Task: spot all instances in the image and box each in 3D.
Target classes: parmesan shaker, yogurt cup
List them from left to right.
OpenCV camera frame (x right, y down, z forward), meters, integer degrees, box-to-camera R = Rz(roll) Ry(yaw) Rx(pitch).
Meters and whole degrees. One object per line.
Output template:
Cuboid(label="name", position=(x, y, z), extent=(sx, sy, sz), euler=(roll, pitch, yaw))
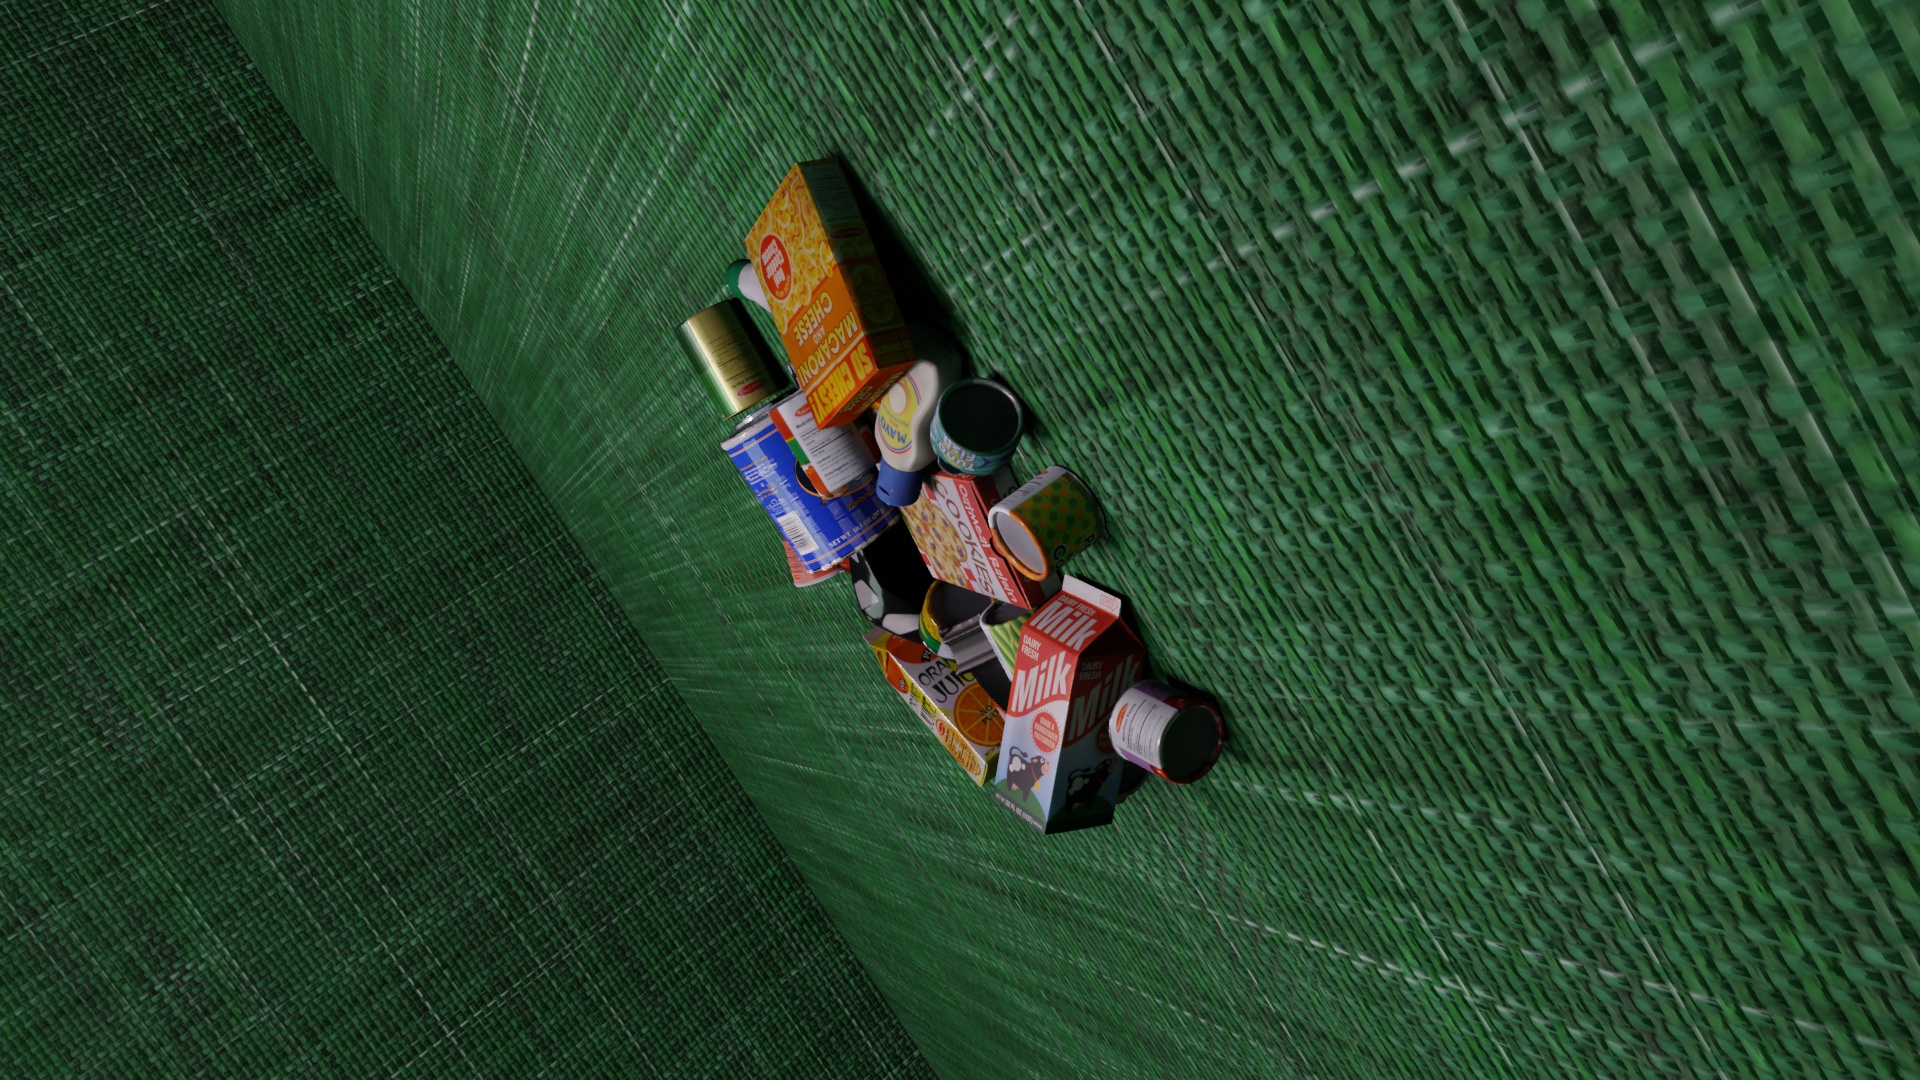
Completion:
Cuboid(label="parmesan shaker", position=(-0.229, -0.180, 1.378), extent=(0.103, 0.071, 0.071), euler=(62, 158, -7))
Cuboid(label="yogurt cup", position=(-0.160, 0.013, 1.527), extent=(0.072, 0.072, 0.054), euler=(3, 117, 64))

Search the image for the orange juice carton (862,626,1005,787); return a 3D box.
Cuboid(label="orange juice carton", position=(-0.013, 0.145, 1.396), extent=(0.193, 0.072, 0.072), euler=(47, 157, 19))

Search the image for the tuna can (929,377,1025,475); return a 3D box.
Cuboid(label="tuna can", position=(0.011, -0.081, 1.006), extent=(0.071, 0.071, 0.032), euler=(50, 157, 12))

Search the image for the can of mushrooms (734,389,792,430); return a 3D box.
Cuboid(label="can of mushrooms", position=(-0.188, -0.120, 1.385), extent=(0.033, 0.071, 0.071), euler=(56, 159, -6))

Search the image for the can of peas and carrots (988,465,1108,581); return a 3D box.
Cuboid(label="can of peas and carrots", position=(0.064, -0.010, 1.016), extent=(0.071, 0.059, 0.070), euler=(45, 157, 25))

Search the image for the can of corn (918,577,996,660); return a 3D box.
Cuboid(label="can of corn", position=(-0.004, 0.066, 1.268), extent=(0.071, 0.071, 0.058), euler=(49, 157, 14))

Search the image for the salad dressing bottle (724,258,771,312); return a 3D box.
Cuboid(label="salad dressing bottle", position=(-0.162, -0.223, 1.202), extent=(0.148, 0.044, 0.064), euler=(22, 144, 56))

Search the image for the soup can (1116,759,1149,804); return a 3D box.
Cuboid(label="soup can", position=(0.116, 0.189, 1.189), extent=(0.071, 0.071, 0.083), euler=(56, 159, -2))

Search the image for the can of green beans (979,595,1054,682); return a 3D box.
Cuboid(label="can of green beans", position=(0.057, 0.077, 1.152), extent=(0.071, 0.071, 0.057), euler=(8, 129, 62))

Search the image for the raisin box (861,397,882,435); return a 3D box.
Cuboid(label="raisin box", position=(-0.070, -0.139, 1.135), extent=(0.086, 0.040, 0.122), euler=(30, 149, 46))

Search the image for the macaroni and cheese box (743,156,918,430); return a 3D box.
Cuboid(label="macaroni and cheese box", position=(-0.099, -0.184, 1.049), extent=(0.123, 0.040, 0.166), euler=(-34, 76, 58))

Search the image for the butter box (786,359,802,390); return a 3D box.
Cuboid(label="butter box", position=(-0.117, -0.137, 1.261), extent=(0.103, 0.024, 0.053), euler=(25, 144, 53))

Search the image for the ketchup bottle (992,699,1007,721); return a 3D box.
Cuboid(label="ketchup bottle", position=(0.063, 0.162, 1.300), extent=(0.148, 0.043, 0.064), euler=(59, 167, -8))

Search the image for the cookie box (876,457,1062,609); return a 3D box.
Cuboid(label="cookie box", position=(0.004, -0.015, 1.163), extent=(0.167, 0.040, 0.122), euler=(16, 136, 59))

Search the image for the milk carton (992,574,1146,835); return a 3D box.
Cuboid(label="milk carton", position=(0.087, 0.126, 1.090), extent=(0.072, 0.073, 0.190), euler=(25, 110, 51))

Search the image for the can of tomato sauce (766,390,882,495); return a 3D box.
Cuboid(label="can of tomato sauce", position=(-0.110, -0.089, 1.150), extent=(0.083, 0.071, 0.071), euler=(58, 159, -9))

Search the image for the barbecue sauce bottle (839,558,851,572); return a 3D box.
Cuboid(label="barbecue sauce bottle", position=(-0.132, -0.039, 1.413), extent=(0.065, 0.044, 0.148), euler=(11, 132, 63))

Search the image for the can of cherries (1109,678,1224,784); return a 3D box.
Cuboid(label="can of cherries", position=(0.157, 0.143, 1.045), extent=(0.058, 0.072, 0.071), euler=(19, 139, 55))

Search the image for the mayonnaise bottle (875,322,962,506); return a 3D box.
Cuboid(label="mayonnaise bottle", position=(-0.038, -0.093, 1.080), extent=(0.065, 0.041, 0.147), euler=(41, 137, 30))
